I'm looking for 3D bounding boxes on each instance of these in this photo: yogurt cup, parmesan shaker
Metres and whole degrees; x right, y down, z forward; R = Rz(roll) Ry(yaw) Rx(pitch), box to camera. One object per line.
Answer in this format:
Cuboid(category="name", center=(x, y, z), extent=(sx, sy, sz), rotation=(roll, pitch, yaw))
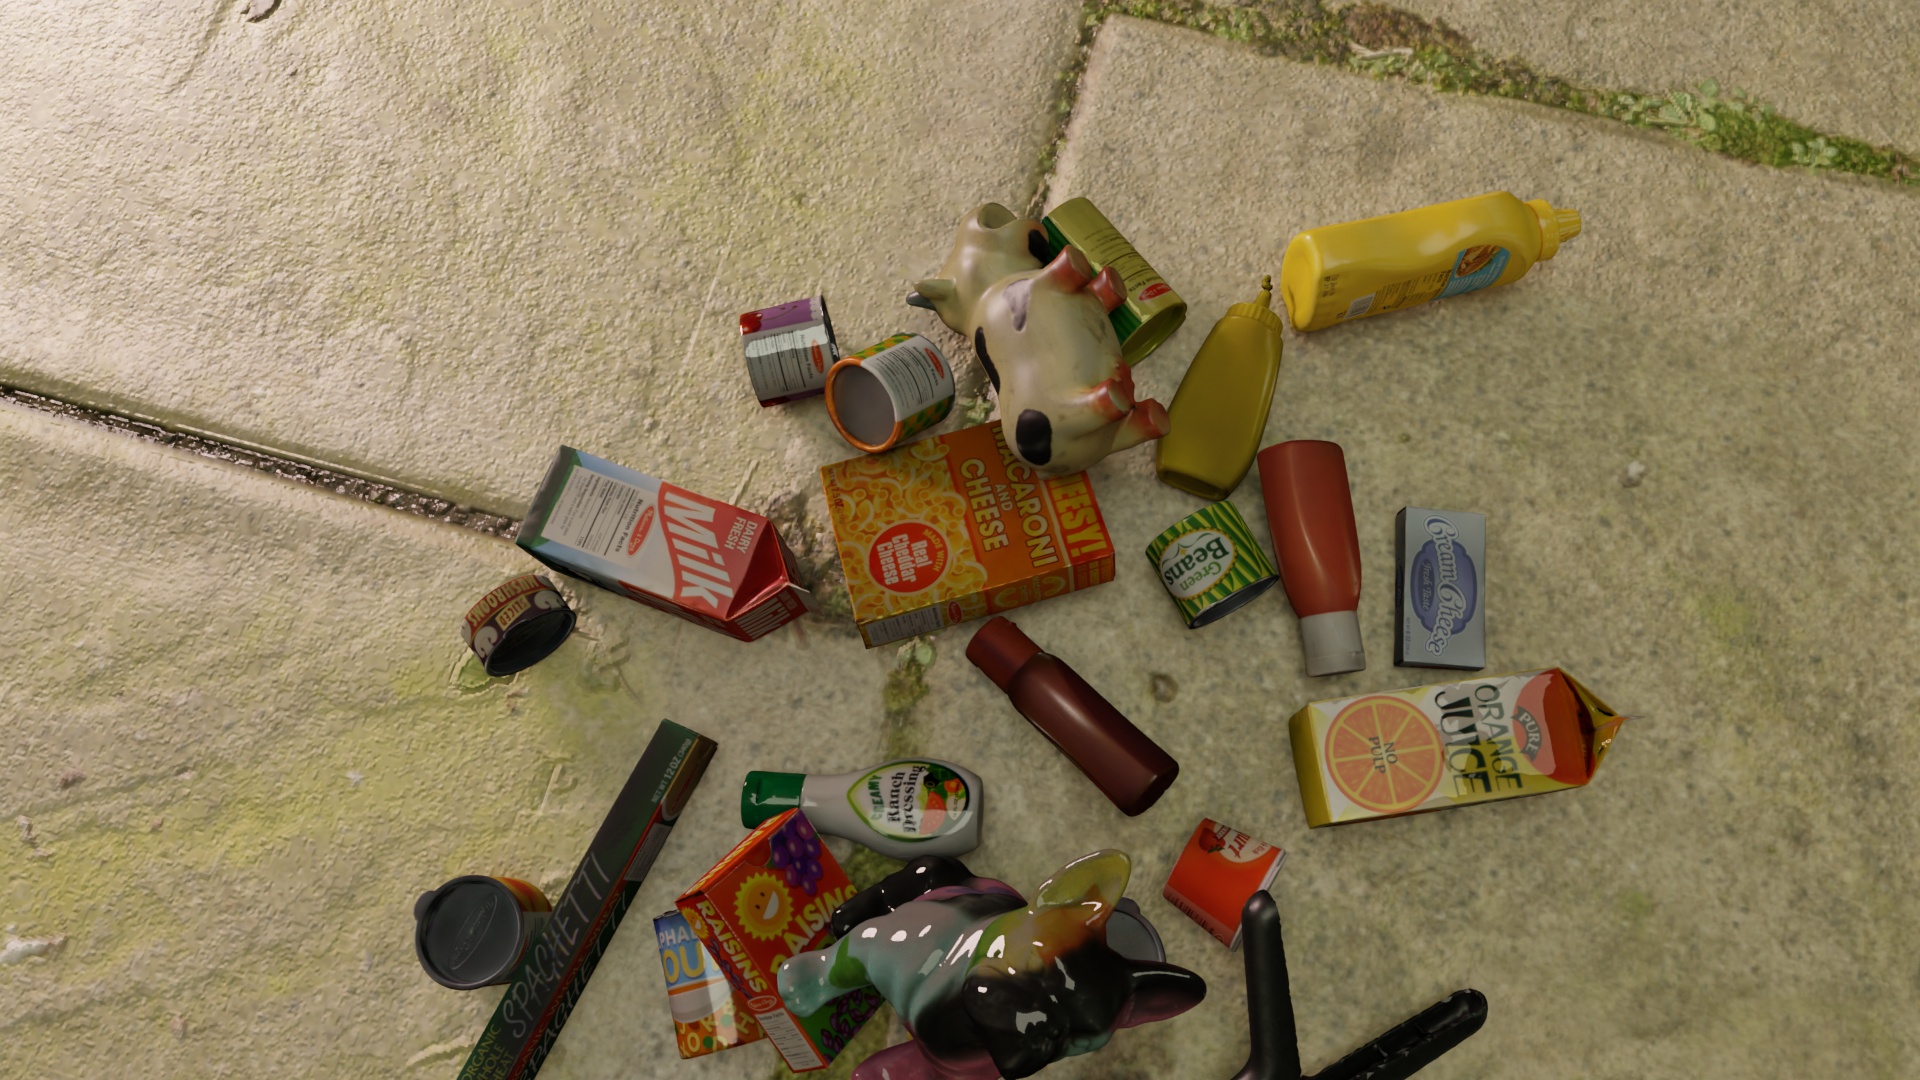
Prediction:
Cuboid(category="yogurt cup", center=(0.157, 0.203, 0.833), extent=(0.054, 0.072, 0.072), rotation=(28, 78, 18))
Cuboid(category="parmesan shaker", center=(0.097, -0.175, 0.945), extent=(0.071, 0.071, 0.103), rotation=(-37, 75, -7))

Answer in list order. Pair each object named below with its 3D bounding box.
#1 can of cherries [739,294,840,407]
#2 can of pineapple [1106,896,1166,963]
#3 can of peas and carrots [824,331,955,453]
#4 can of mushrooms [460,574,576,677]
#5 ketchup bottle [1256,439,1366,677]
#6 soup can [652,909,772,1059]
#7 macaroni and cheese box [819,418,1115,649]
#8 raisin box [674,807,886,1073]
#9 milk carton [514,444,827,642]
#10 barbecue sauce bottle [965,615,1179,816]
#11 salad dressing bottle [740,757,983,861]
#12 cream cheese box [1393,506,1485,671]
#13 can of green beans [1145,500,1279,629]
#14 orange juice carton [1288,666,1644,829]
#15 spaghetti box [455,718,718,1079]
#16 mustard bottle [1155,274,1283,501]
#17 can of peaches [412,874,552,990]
Cuboid(category="can of cherries", center=(-0.114, -0.128, 0.943), extent=(0.058, 0.071, 0.071), rotation=(-13, 74, 0))
Cuboid(category="can of pineapple", center=(0.088, 0.249, 0.825), extent=(0.071, 0.057, 0.071), rotation=(-1, 74, 3))
Cuboid(category="can of peas and carrots", center=(-0.048, -0.096, 0.915), extent=(0.071, 0.070, 0.059), rotation=(45, 45, 13))
Cuboid(category="can of mushrooms", center=(-0.285, 0.054, 0.894), extent=(0.071, 0.071, 0.033), rotation=(-38, 74, -7))
Cuboid(category="ketchup bottle", center=(0.229, 0.011, 0.889), extent=(0.065, 0.043, 0.149), rotation=(3, 75, -39))
Cuboid(category="soup can", center=(-0.144, 0.259, 0.828), extent=(0.071, 0.071, 0.084), rotation=(-15, 74, -1))
Cuboid(category="macaroni and cheese box", center=(0.003, -0.011, 0.902), extent=(0.166, 0.040, 0.124), rotation=(-15, 60, -2))
Cuboid(category="raisin box", center=(-0.096, 0.232, 0.810), extent=(0.123, 0.040, 0.086), rotation=(56, 44, -3))
Cuboid(category="milk carton", center=(-0.179, 0.010, 0.901), extent=(0.191, 0.072, 0.073), rotation=(19, 76, 9))
Cuboid(category="barbecue sauce bottle", center=(0.067, 0.107, 0.868), extent=(0.149, 0.065, 0.043), rotation=(42, 98, 22))
Cuboid(category="salad dressing bottle", center=(-0.061, 0.165, 0.864), extent=(0.148, 0.043, 0.064), rotation=(2, 58, 6))
Cuboid(category="cream cheese box", center=(0.309, 0.031, 0.894), extent=(0.053, 0.024, 0.104), rotation=(5, 74, 3))
Cuboid(category="can of green beans", center=(0.160, 0.015, 0.884), extent=(0.071, 0.071, 0.058), rotation=(-28, 75, -5))
Cuboid(category="orange juice carton", center=(0.305, 0.124, 0.843), extent=(0.193, 0.071, 0.073), rotation=(-9, 75, 1))
Cuboid(category="spaghetti box", center=(-0.227, 0.227, 0.852), extent=(0.029, 0.050, 0.250), rotation=(25, 77, 12))
Cuboid(category="mustard bottle", center=(0.182, -0.107, 0.928), extent=(0.065, 0.048, 0.160), rotation=(22, 76, 9))
Cuboid(category="can of peaches", center=(-0.291, 0.237, 0.849), extent=(0.071, 0.058, 0.071), rotation=(-1, 75, 3))
